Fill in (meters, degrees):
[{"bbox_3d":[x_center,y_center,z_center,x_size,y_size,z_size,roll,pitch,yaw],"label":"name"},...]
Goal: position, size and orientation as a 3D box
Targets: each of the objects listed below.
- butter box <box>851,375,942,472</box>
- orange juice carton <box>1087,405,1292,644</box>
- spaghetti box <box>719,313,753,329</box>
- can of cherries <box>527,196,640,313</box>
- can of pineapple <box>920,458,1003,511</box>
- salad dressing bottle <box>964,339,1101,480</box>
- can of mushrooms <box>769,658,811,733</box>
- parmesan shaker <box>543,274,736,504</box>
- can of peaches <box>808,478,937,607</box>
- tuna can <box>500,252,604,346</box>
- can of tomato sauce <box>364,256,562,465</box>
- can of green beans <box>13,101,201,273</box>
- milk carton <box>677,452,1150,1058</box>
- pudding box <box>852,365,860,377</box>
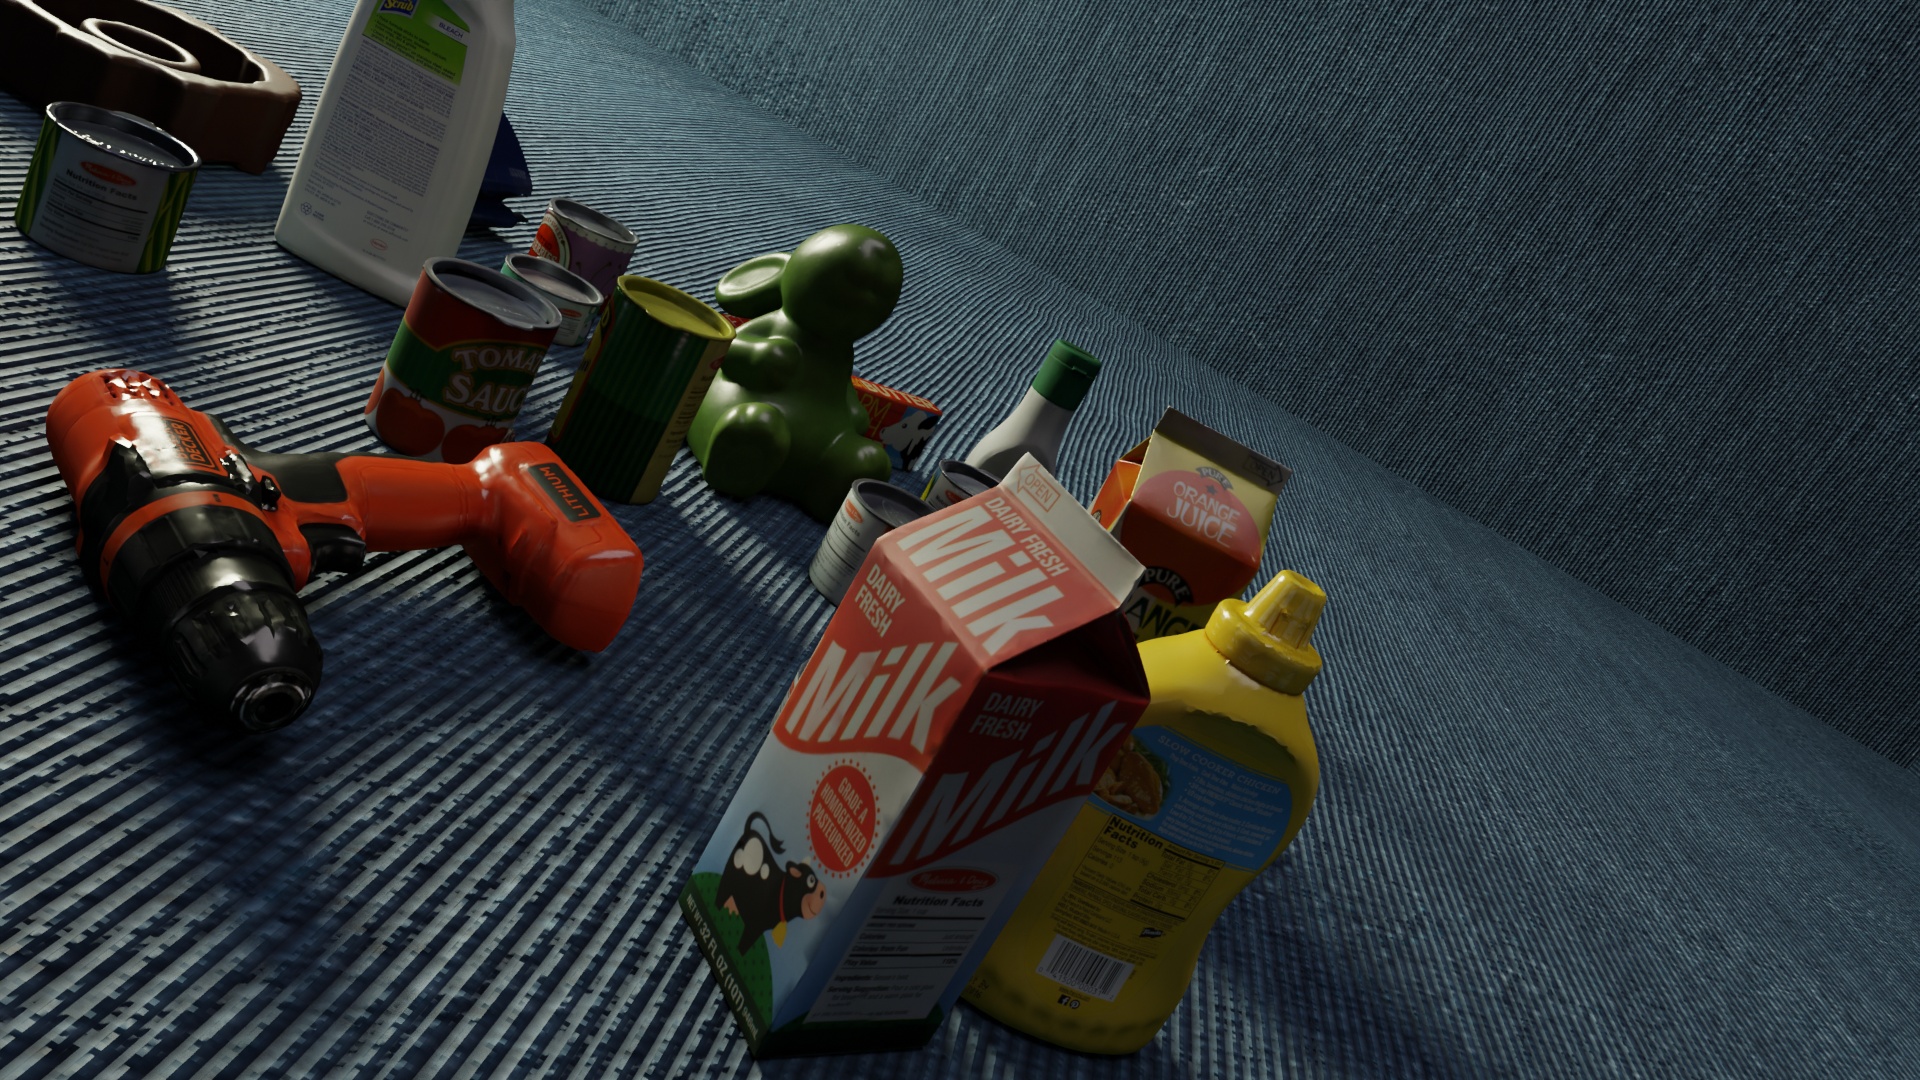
[{"bbox_3d":[-0.066,-0.086,0.998,0.103,0.053,0.024,14,23,-41],"label":"butter box"},{"bbox_3d":[0.083,0.030,0.688,0.072,0.192,0.073,28,17,-8],"label":"orange juice carton"},{"bbox_3d":[-0.163,-0.131,0.972,0.029,0.050,0.251,33,18,10],"label":"spaghetti box"},{"bbox_3d":[-0.271,-0.201,0.980,0.071,0.058,0.072,27,18,-9],"label":"can of cherries"},{"bbox_3d":[0.003,-0.011,0.896,0.071,0.057,0.071,27,18,-9],"label":"can of pineapple"},{"bbox_3d":[0.048,-0.069,0.978,0.064,0.147,0.044,24,18,-19],"label":"salad dressing bottle"},{"bbox_3d":[-0.045,0.084,0.601,0.071,0.033,0.071,27,18,-9],"label":"can of mushrooms"},{"bbox_3d":[-0.170,-0.078,0.729,0.071,0.102,0.071,27,17,-9],"label":"parmesan shaker"},{"bbox_3d":[-0.041,0.008,0.773,0.071,0.058,0.071,27,18,-9],"label":"can of peaches"},{"bbox_3d":[-0.270,-0.157,0.904,0.071,0.032,0.071,27,18,-9],"label":"tuna can"},{"bbox_3d":[-0.239,-0.083,0.668,0.071,0.083,0.071,27,18,-9],"label":"can of tomato sauce"},{"bbox_3d":[-0.412,-0.170,0.673,0.071,0.057,0.071,27,18,-9],"label":"can of green beans"},{"bbox_3d":[-0.009,0.068,0.443,0.073,0.190,0.072,15,23,-40],"label":"milk carton"},{"bbox_3d":[-0.116,-0.114,1.000,0.030,0.049,0.084,40,20,29],"label":"pudding box"}]
